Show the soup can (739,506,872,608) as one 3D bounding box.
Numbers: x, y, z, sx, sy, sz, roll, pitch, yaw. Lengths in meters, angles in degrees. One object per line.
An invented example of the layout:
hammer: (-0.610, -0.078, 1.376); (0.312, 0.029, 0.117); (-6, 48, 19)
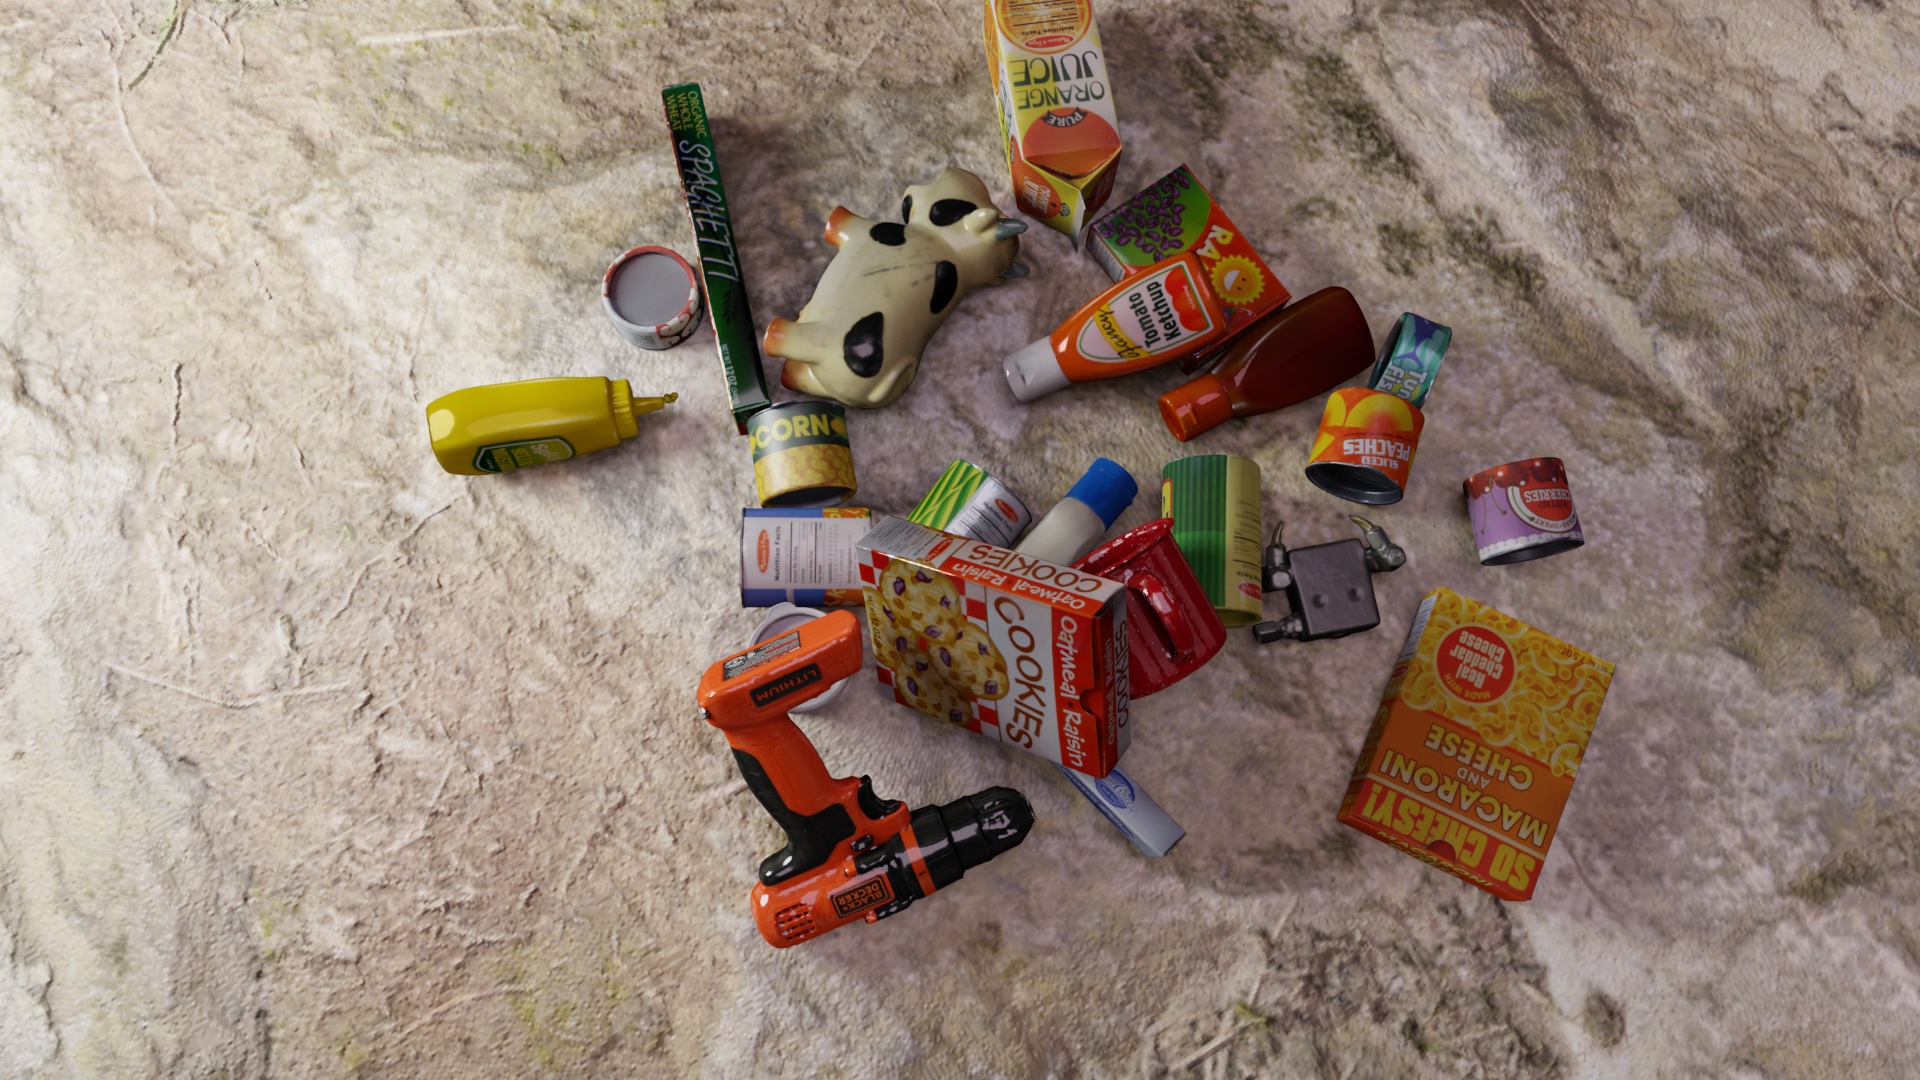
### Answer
soup can: (-0.100, 0.011, 0.907); (0.084, 0.071, 0.071); (0, 77, -6)

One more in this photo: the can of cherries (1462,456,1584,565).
can of cherries: (0.376, -0.020, 0.926); (0.071, 0.071, 0.058); (-8, 77, -3)

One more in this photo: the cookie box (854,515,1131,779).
cookie box: (0.020, 0.064, 0.837); (0.167, 0.122, 0.040); (16, 40, 30)

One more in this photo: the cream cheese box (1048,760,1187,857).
cream cheese box: (0.095, 0.158, 0.883); (0.104, 0.053, 0.024); (44, 78, 9)

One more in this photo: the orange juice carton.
orange juice carton: (0.067, -0.306, 0.987); (0.073, 0.071, 0.193); (-9, 77, -4)

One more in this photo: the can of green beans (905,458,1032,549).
can of green beans: (0.004, -0.011, 0.916); (0.071, 0.071, 0.058); (38, 79, 7)

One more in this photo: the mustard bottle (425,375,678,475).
mustard bottle: (-0.268, -0.081, 0.927); (0.160, 0.065, 0.049); (-11, 73, -8)

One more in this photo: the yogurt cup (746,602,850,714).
yogurt cup: (-0.102, 0.081, 0.896); (0.072, 0.054, 0.072); (0, 77, -2)

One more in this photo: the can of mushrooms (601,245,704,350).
can of mushrooms: (-0.212, -0.171, 0.965); (0.071, 0.033, 0.071); (0, 76, -1)

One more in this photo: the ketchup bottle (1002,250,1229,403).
ketchup bottle: (0.102, -0.138, 0.938); (0.148, 0.043, 0.064); (-23, 90, 17)

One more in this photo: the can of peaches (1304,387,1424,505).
can of peaches: (0.273, -0.064, 0.934); (0.071, 0.071, 0.058); (20, 76, 3)

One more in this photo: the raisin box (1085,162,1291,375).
raisin box: (0.159, -0.191, 0.978); (0.086, 0.040, 0.123); (-34, 80, -10)

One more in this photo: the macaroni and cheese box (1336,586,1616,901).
macaroni and cheese box: (0.335, 0.131, 0.904); (0.124, 0.040, 0.167); (25, 77, 5)

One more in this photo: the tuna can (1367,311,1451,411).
tuna can: (0.306, -0.119, 0.950); (0.033, 0.071, 0.071); (22, 77, 5)

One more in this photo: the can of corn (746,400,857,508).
can of corn: (-0.105, -0.055, 0.921); (0.071, 0.071, 0.058); (-10, 78, -4)

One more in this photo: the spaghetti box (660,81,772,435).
spaghetti box: (-0.169, -0.198, 0.964); (0.029, 0.050, 0.250); (-13, 77, -6)

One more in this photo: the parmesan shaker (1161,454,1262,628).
parmesan shaker: (0.167, 0.002, 0.920); (0.071, 0.071, 0.103); (3, 75, -1)

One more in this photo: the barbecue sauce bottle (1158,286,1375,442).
barbecue sauce bottle: (0.209, -0.116, 0.956); (0.149, 0.044, 0.064); (-28, 105, -7)

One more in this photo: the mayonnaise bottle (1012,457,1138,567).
mayonnaise bottle: (0.059, 0.009, 0.916); (0.041, 0.064, 0.148); (38, 74, 11)
